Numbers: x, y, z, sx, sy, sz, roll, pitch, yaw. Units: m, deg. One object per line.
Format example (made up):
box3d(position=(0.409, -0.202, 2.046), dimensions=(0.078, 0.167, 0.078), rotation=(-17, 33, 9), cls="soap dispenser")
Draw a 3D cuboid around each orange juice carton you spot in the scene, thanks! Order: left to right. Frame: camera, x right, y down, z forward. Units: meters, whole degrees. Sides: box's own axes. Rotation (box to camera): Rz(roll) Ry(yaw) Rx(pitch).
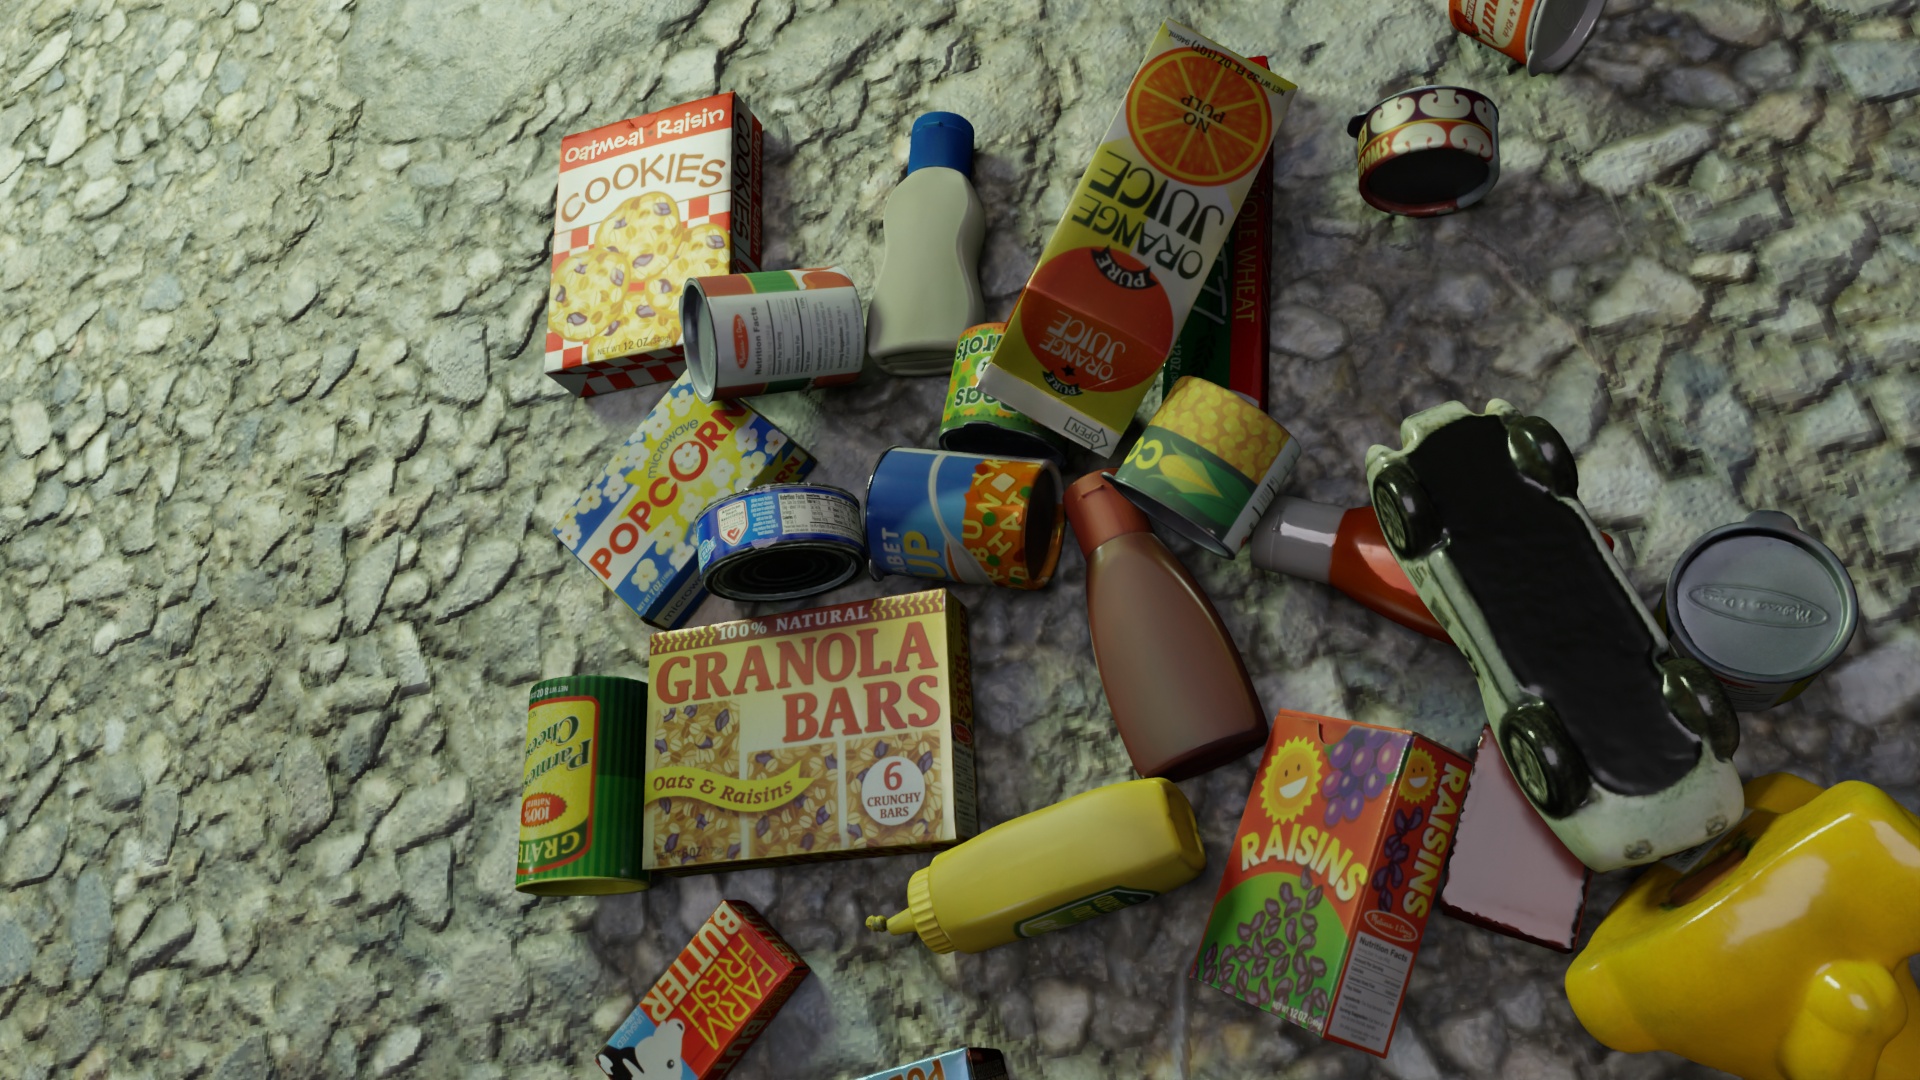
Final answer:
box3d(position=(0.079, -0.136, 0.652), dimensions=(0.072, 0.073, 0.193), rotation=(27, 78, -2), cls="orange juice carton")

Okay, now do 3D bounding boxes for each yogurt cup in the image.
box3d(position=(0.280, -0.271, 0.685), dimensions=(0.054, 0.072, 0.072), rotation=(37, 87, 35), cls="yogurt cup")

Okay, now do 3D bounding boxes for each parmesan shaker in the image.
box3d(position=(-0.193, 0.127, 0.715), dimensions=(0.071, 0.071, 0.103), rotation=(-10, 68, 17), cls="parmesan shaker")

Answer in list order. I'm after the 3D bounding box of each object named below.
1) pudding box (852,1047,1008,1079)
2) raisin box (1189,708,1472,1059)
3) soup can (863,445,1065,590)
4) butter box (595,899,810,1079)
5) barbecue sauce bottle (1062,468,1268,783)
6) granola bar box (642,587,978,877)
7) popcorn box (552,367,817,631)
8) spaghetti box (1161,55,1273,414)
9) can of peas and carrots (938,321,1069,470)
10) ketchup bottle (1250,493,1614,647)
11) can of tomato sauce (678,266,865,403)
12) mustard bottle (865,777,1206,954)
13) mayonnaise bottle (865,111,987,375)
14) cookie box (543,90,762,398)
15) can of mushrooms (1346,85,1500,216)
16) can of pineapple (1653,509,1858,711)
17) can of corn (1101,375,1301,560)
box3d(position=(-0.024, 0.251, 0.616), dimensions=(0.083, 0.049, 0.030), rotation=(-21, 64, 12), cls="pudding box")
box3d(position=(0.151, 0.137, 0.575), dimensions=(0.086, 0.040, 0.123), rotation=(-3, 63, 65), cls="raisin box")
box3d(position=(0.002, -0.009, 0.690), dimensions=(0.084, 0.071, 0.071), rotation=(6, 74, 22), cls="soup can")
box3d(position=(-0.125, 0.231, 0.675), dimensions=(0.053, 0.024, 0.103), rotation=(38, 87, 28), cls="butter box")
box3d(position=(0.089, 0.036, 0.655), dimensions=(0.065, 0.043, 0.149), rotation=(-25, 64, 12), cls="barbecue sauce bottle")
box3d(position=(-0.076, 0.098, 0.696), dimensions=(0.165, 0.039, 0.124), rotation=(-9, 69, 17), cls="granola bar box")
box3d(position=(-0.153, -0.024, 0.768), dimensions=(0.085, 0.038, 0.127), rotation=(38, 87, 28), cls="popcorn box")
box3d(position=(0.132, -0.135, 0.709), dimensions=(0.050, 0.028, 0.251), rotation=(-1, 71, 19), cls="spaghetti box")
box3d(position=(0.025, -0.072, 0.702), dimensions=(0.071, 0.071, 0.059), rotation=(4, 73, 22), cls="can of peas and carrots")
box3d(position=(0.206, 0.011, 0.621), dimensions=(0.149, 0.043, 0.065), rotation=(14, 75, 24), cls="ketchup bottle")
box3d(position=(-0.102, -0.112, 0.748), dimensions=(0.083, 0.070, 0.071), rotation=(-10, 63, -24), cls="can of tomato sauce")
box3d(position=(0.029, 0.154, 0.627), dimensions=(0.160, 0.065, 0.049), rotation=(-24, 61, 17), cls="mustard bottle")
box3d(position=(-0.014, -0.165, 0.768), dimensions=(0.065, 0.041, 0.148), rotation=(-2, 70, 19), cls="mayonnaise bottle")
box3d(position=(-0.183, -0.178, 0.834), dimensions=(0.123, 0.040, 0.168), rotation=(-9, 69, 17), cls="cookie box")
box3d(position=(0.224, -0.187, 0.672), dimensions=(0.071, 0.071, 0.033), rotation=(-2, 73, 20), cls="can of mushrooms")
box3d(position=(0.320, 0.031, 0.563), dimensions=(0.071, 0.057, 0.071), rotation=(-6, 70, 18), cls="can of pineapple")
box3d(position=(0.109, -0.034, 0.626), dimensions=(0.071, 0.071, 0.058), rotation=(32, 88, 27), cls="can of corn")
